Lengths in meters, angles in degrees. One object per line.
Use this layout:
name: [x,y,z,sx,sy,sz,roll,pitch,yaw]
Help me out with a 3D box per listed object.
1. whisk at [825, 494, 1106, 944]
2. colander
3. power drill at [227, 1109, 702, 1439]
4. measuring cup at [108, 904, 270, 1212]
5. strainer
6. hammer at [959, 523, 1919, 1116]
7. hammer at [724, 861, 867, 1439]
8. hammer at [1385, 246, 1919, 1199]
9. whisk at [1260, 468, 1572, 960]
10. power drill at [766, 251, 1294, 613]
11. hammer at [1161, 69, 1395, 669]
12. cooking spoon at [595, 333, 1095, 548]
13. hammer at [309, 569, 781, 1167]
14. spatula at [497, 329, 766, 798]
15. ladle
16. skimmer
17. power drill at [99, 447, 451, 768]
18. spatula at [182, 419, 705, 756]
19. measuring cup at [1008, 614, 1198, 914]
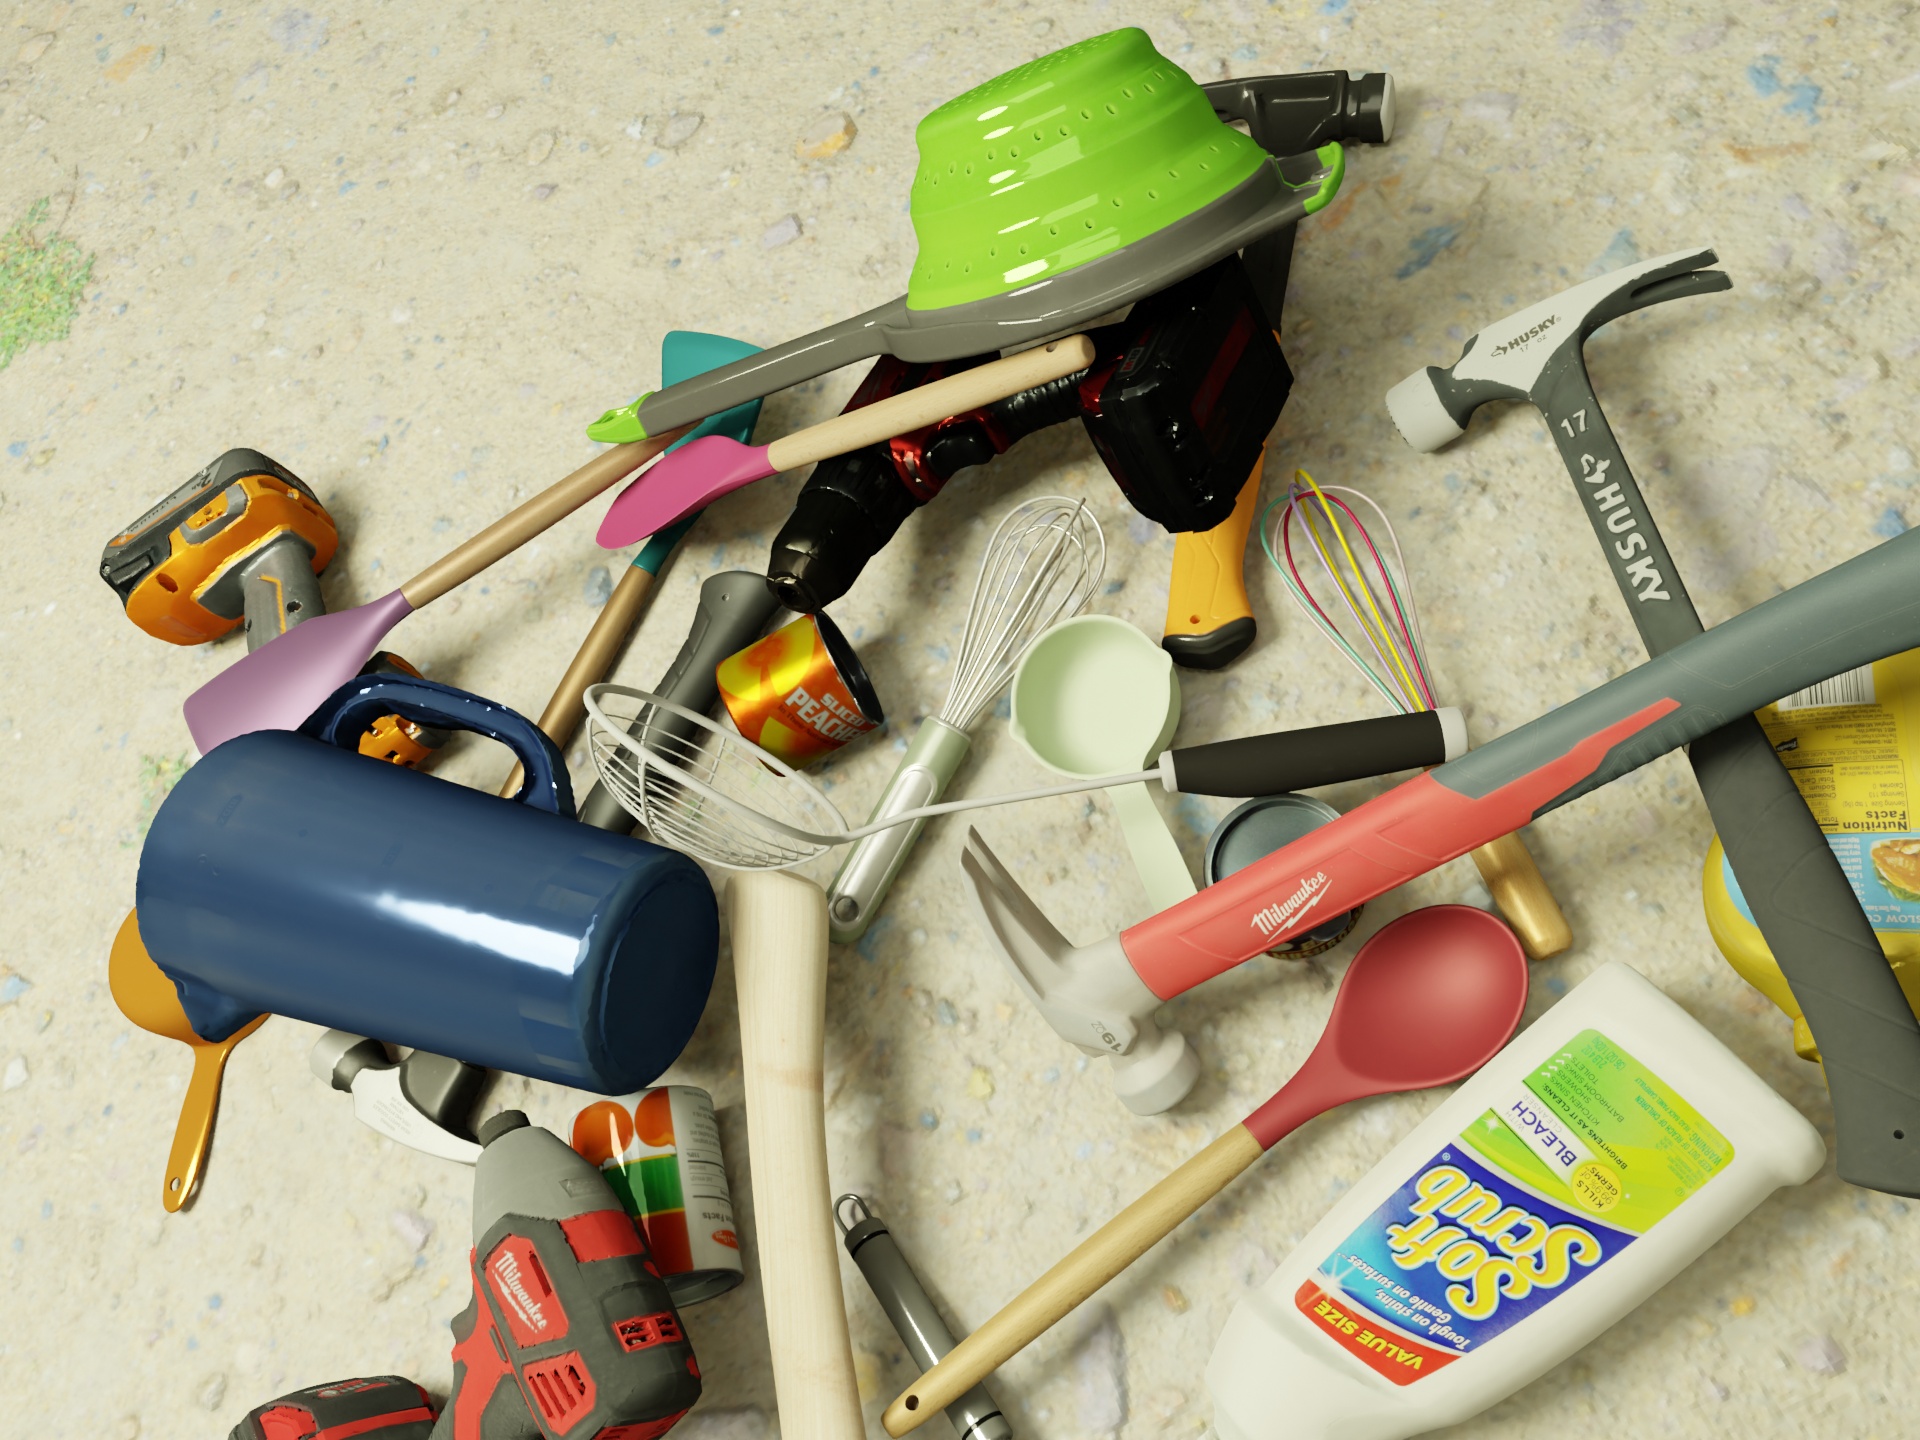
whisk: [-0.001,-0.002,0.762,0.058,0.059,0.246,30,83,0]
colander: [-0.027,-0.227,0.746,0.397,0.094,0.205,-14,25,23]
power drill: [-0.205,0.272,0.654,0.219,0.078,0.143,-48,58,20]
measuring cup: [-0.409,0.165,0.832,0.095,0.052,0.174,-8,63,17]
strainer: [0.017,0.289,0.628,0.087,0.050,0.259,-39,54,-2]
hammer: [0.184,0.016,0.587,0.386,0.143,0.038,-31,17,22]
hammer: [-0.066,0.253,0.631,0.146,0.038,0.411,-29,56,30]
hammer: [0.288,-0.017,0.613,0.149,0.036,0.409,-31,51,30]
whisk: [0.195,-0.010,0.689,0.051,0.047,0.245,-12,64,-22]
power drill: [0.021,-0.128,0.745,0.227,0.080,0.188,0,48,40]
hammer: [0.135,-0.183,0.796,0.127,0.034,0.337,4,69,21]
cooking spoon: [-0.069,-0.131,0.758,0.319,0.017,0.069,-11,48,39]
hammer: [-0.185,0.067,0.804,0.146,0.035,0.335,25,77,28]
spatula: [-0.191,-0.064,0.859,0.082,0.044,0.317,19,76,30]
ladle: [0.097,0.183,0.635,0.315,0.031,0.069,-37,53,-5]
skimmer: [0.023,0.002,0.672,0.363,0.127,0.090,-9,92,8]
power drill: [-0.402,-0.028,0.902,0.164,0.084,0.227,-37,64,2]
spatula: [-0.269,-0.077,0.841,0.316,0.018,0.060,-34,65,-4]
measuring cup: [0.081,0.032,0.725,0.083,0.038,0.168,-26,74,17]
